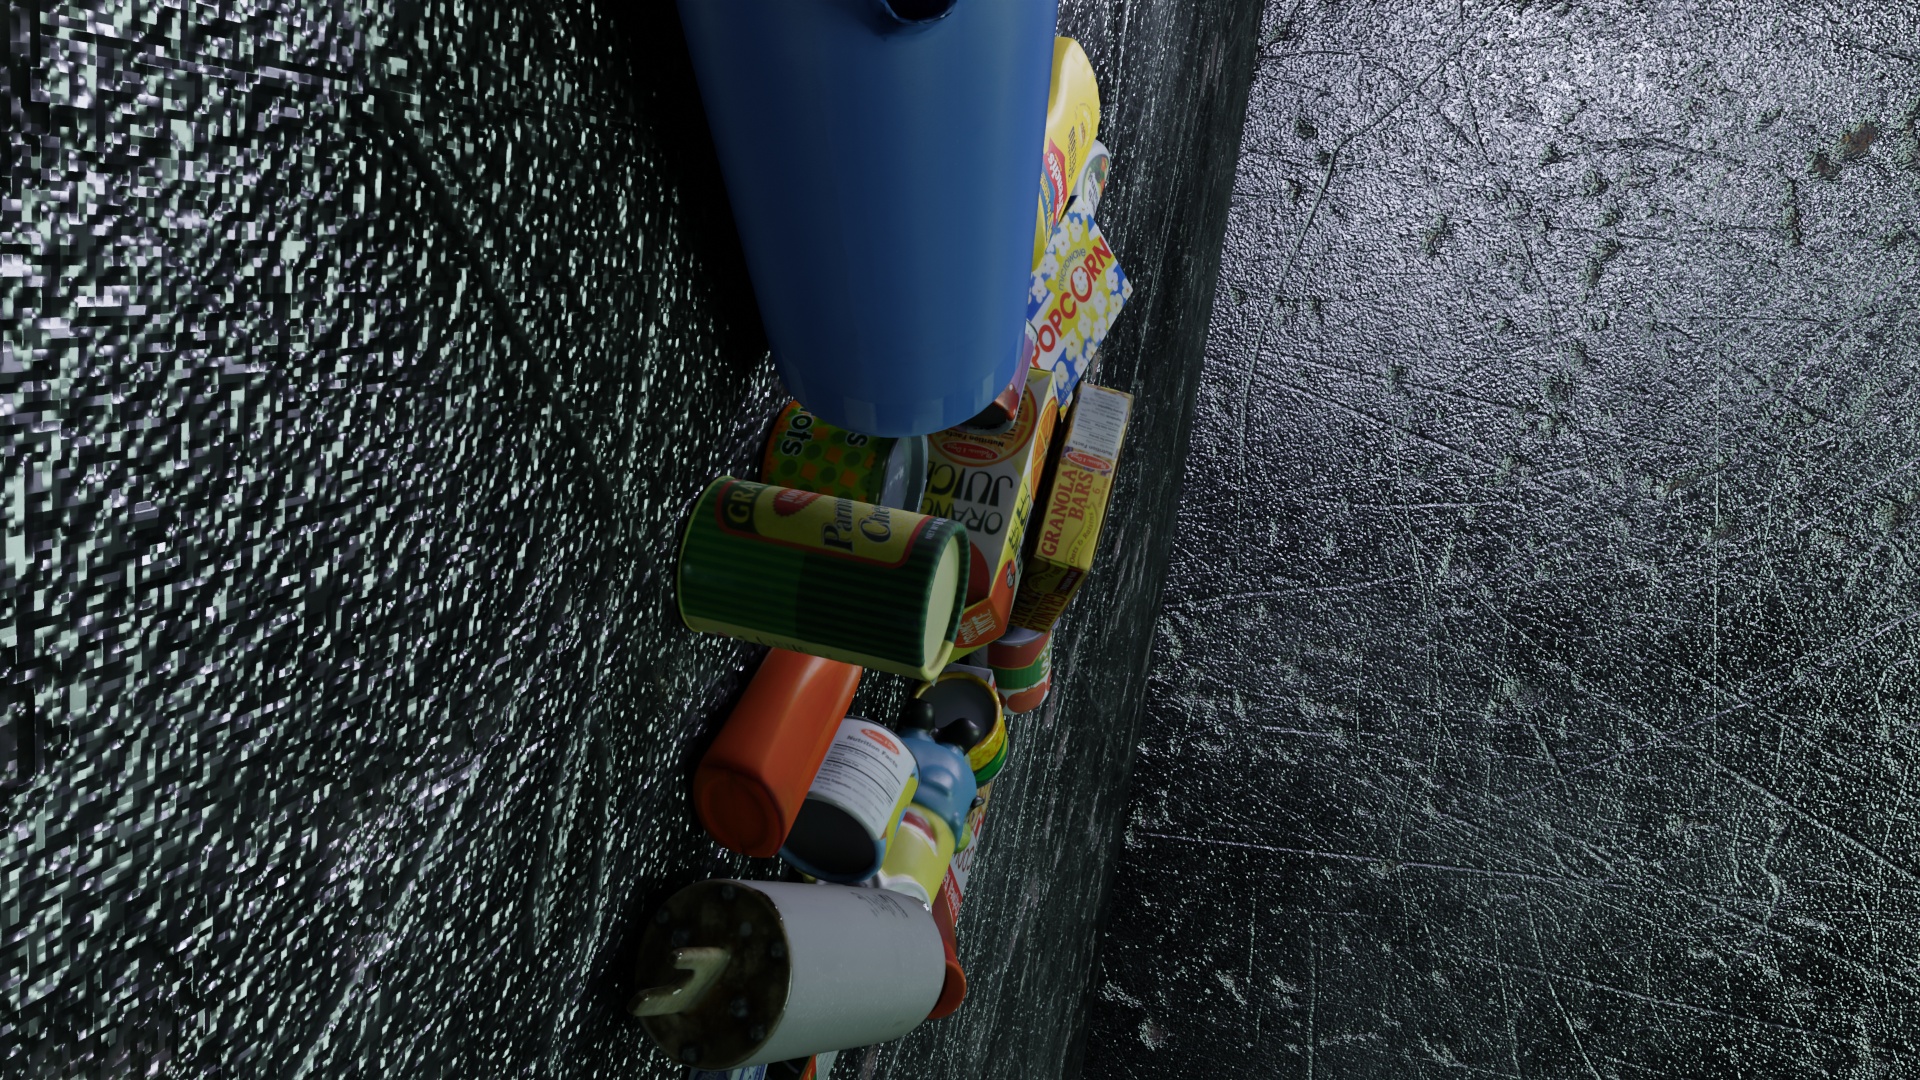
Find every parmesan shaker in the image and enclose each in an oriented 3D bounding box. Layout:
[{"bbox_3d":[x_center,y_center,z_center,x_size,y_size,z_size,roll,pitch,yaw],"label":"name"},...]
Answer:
[{"bbox_3d":[-0.053,0.014,0.567,0.071,0.103,0.071,9,92,-77],"label":"parmesan shaker"}]

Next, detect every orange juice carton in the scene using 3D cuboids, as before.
[{"bbox_3d":[0.003,-0.011,0.848,0.071,0.073,0.193,70,34,-66],"label":"orange juice carton"}]

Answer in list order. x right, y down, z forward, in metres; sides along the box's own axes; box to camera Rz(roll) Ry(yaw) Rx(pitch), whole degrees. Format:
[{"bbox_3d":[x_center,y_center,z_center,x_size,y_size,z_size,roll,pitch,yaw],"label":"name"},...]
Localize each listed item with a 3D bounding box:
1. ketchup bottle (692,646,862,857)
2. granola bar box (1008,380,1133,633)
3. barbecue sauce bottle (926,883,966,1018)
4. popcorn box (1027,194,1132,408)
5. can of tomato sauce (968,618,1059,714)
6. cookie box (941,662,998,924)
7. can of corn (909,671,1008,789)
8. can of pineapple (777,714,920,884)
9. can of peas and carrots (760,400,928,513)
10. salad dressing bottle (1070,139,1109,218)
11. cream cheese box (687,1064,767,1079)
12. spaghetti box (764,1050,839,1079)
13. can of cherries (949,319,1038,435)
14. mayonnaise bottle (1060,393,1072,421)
[{"bbox_3d":[-0.075,0.073,0.653,0.150,0.043,0.064,-65,161,-47],"label":"ketchup bottle"},{"bbox_3d":[0.070,-0.017,0.937,0.165,0.039,0.124,108,-2,-72],"label":"granola bar box"},{"bbox_3d":[-0.028,0.246,0.862,0.148,0.044,0.065,-146,-104,-77],"label":"barbecue sauce bottle"},{"bbox_3d":[0.058,-0.157,0.922,0.085,0.038,0.127,53,53,-32],"label":"popcorn box"},{"bbox_3d":[0.041,0.086,1.089,0.071,0.071,0.082,-66,162,-45],"label":"can of tomato sauce"},{"bbox_3d":[-0.009,0.193,1.033,0.122,0.040,0.168,78,25,-58],"label":"cookie box"},{"bbox_3d":[-0.001,0.129,0.958,0.058,0.071,0.071,79,25,-56],"label":"can of corn"},{"bbox_3d":[-0.061,0.134,0.713,0.058,0.071,0.070,-62,159,-50],"label":"can of pineapple"},{"bbox_3d":[-0.052,-0.030,0.633,0.071,0.059,0.071,8,92,-77],"label":"can of peas and carrots"},{"bbox_3d":[0.074,-0.232,1.031,0.064,0.044,0.148,72,31,-62],"label":"salad dressing bottle"},{"bbox_3d":[-0.116,0.269,0.680,0.053,0.024,0.104,57,45,-71],"label":"cream cheese box"},{"bbox_3d":[-0.102,0.315,0.765,0.251,0.029,0.050,-61,158,-53],"label":"spaghetti box"},{"bbox_3d":[0.004,-0.101,0.807,0.071,0.071,0.058,65,39,-68],"label":"can of cherries"},{"bbox_3d":[0.049,-0.067,1.062,0.064,0.041,0.149,87,20,-44],"label":"mayonnaise bottle"}]
